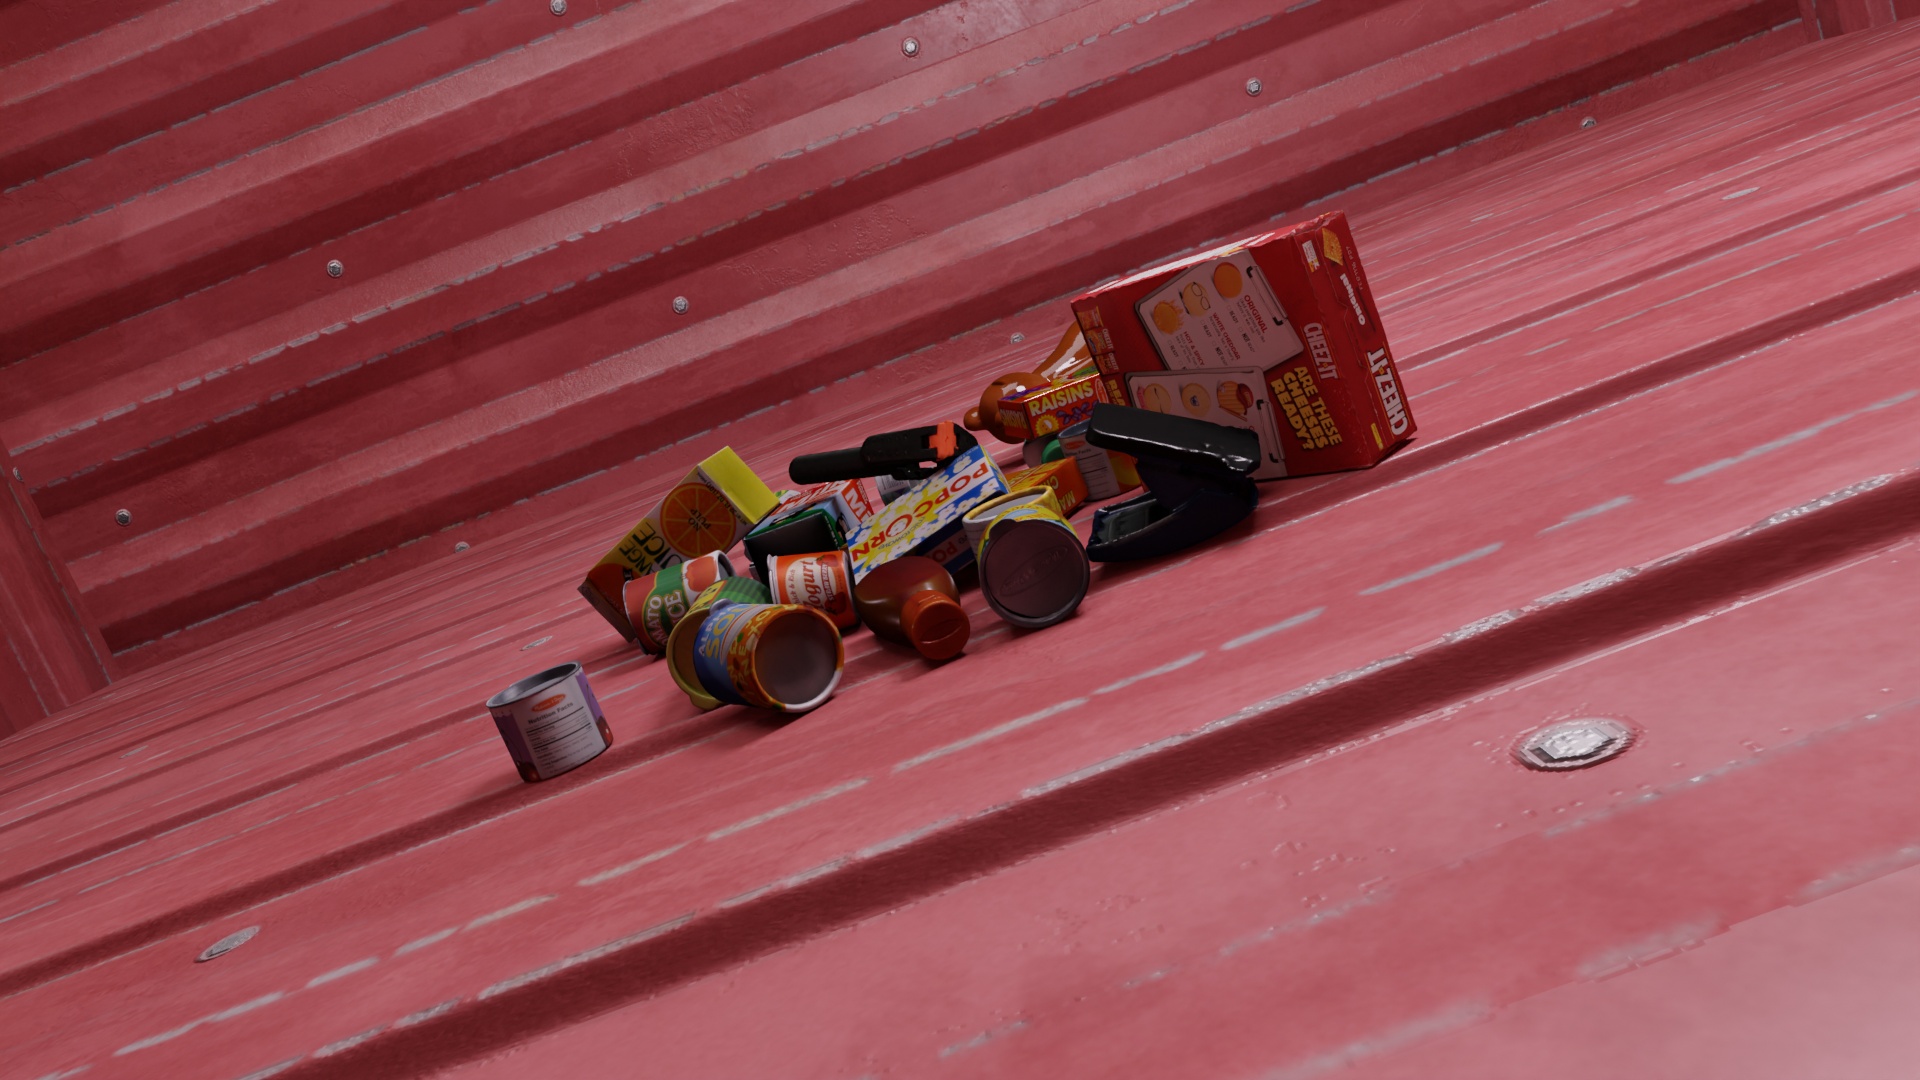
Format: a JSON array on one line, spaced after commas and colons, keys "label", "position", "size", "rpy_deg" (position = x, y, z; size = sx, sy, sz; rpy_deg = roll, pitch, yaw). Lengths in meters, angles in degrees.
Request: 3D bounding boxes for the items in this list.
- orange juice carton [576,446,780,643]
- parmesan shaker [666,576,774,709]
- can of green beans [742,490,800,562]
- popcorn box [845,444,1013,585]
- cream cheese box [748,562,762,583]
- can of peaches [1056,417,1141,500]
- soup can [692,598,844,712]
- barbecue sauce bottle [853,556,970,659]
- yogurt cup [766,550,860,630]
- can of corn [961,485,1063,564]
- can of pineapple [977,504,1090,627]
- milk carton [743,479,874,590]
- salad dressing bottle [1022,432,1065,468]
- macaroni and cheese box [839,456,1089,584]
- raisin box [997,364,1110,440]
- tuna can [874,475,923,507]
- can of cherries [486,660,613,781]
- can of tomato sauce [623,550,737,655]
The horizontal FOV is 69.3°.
[{"label": "orange juice carton", "position": [-0.258, 0.010, 1.235], "size": [0.192, 0.072, 0.073], "rpy_deg": [-41, 5, 18]}, {"label": "parmesan shaker", "position": [-0.164, 0.069, 0.969], "size": [0.071, 0.071, 0.103], "rpy_deg": [-20, 10, 2]}, {"label": "can of green beans", "position": [-0.178, -0.013, 1.386], "size": [0.071, 0.071, 0.058], "rpy_deg": [-18, 10, 14]}, {"label": "popcorn box", "position": [-0.020, -0.008, 1.011], "size": [0.126, 0.038, 0.085], "rpy_deg": [-34, 28, 7]}, {"label": "cream cheese box", "position": [-0.145, 0.011, 1.316], "size": [0.053, 0.024, 0.104], "rpy_deg": [-10, 15, 47]}, {"label": "can of peaches", "position": [0.121, -0.071, 1.139], "size": [0.071, 0.058, 0.071], "rpy_deg": [-20, 10, 4]}, {"label": "soup can", "position": [-0.121, 0.070, 0.865], "size": [0.071, 0.071, 0.083], "rpy_deg": [-27, 13, -31]}, {"label": "barbecue sauce bottle", "position": [-0.028, 0.044, 0.896], "size": [0.065, 0.043, 0.148], "rpy_deg": [-23, 12, -9]}, {"label": "yogurt cup", "position": [-0.105, 0.039, 1.008], "size": [0.054, 0.072, 0.072], "rpy_deg": [-13, 11, 1]}, {"label": "can of corn", "position": [0.042, 0.000, 0.934], "size": [0.071, 0.058, 0.071], "rpy_deg": [-20, 11, 4]}, {"label": "can of pineapple", "position": [0.043, 0.012, 0.846], "size": [0.071, 0.071, 0.058], "rpy_deg": [-20, 10, 3]}, {"label": "milk carton", "position": [-0.120, -0.005, 1.222], "size": [0.073, 0.072, 0.191], "rpy_deg": [-19, 11, 12]}, {"label": "salad dressing bottle", "position": [0.090, -0.081, 1.278], "size": [0.064, 0.044, 0.148], "rpy_deg": [-19, 11, 4]}, {"label": "macaroni and cheese box", "position": [0.004, -0.014, 1.123], "size": [0.166, 0.040, 0.124], "rpy_deg": [-12, 15, 39]}, {"label": "raisin box", "position": [0.105, -0.130, 1.278], "size": [0.123, 0.040, 0.086], "rpy_deg": [-20, 12, -11]}, {"label": "tuna can", "position": [-0.061, -0.060, 1.407], "size": [0.033, 0.071, 0.071], "rpy_deg": [-18, 11, 13]}, {"label": "can of cherries", "position": [-0.276, 0.121, 0.935], "size": [0.071, 0.058, 0.071], "rpy_deg": [-21, 11, 4]}, {"label": "can of tomato sauce", "position": [-0.230, 0.053, 1.164], "size": [0.083, 0.071, 0.071], "rpy_deg": [-19, 11, 4]}]
